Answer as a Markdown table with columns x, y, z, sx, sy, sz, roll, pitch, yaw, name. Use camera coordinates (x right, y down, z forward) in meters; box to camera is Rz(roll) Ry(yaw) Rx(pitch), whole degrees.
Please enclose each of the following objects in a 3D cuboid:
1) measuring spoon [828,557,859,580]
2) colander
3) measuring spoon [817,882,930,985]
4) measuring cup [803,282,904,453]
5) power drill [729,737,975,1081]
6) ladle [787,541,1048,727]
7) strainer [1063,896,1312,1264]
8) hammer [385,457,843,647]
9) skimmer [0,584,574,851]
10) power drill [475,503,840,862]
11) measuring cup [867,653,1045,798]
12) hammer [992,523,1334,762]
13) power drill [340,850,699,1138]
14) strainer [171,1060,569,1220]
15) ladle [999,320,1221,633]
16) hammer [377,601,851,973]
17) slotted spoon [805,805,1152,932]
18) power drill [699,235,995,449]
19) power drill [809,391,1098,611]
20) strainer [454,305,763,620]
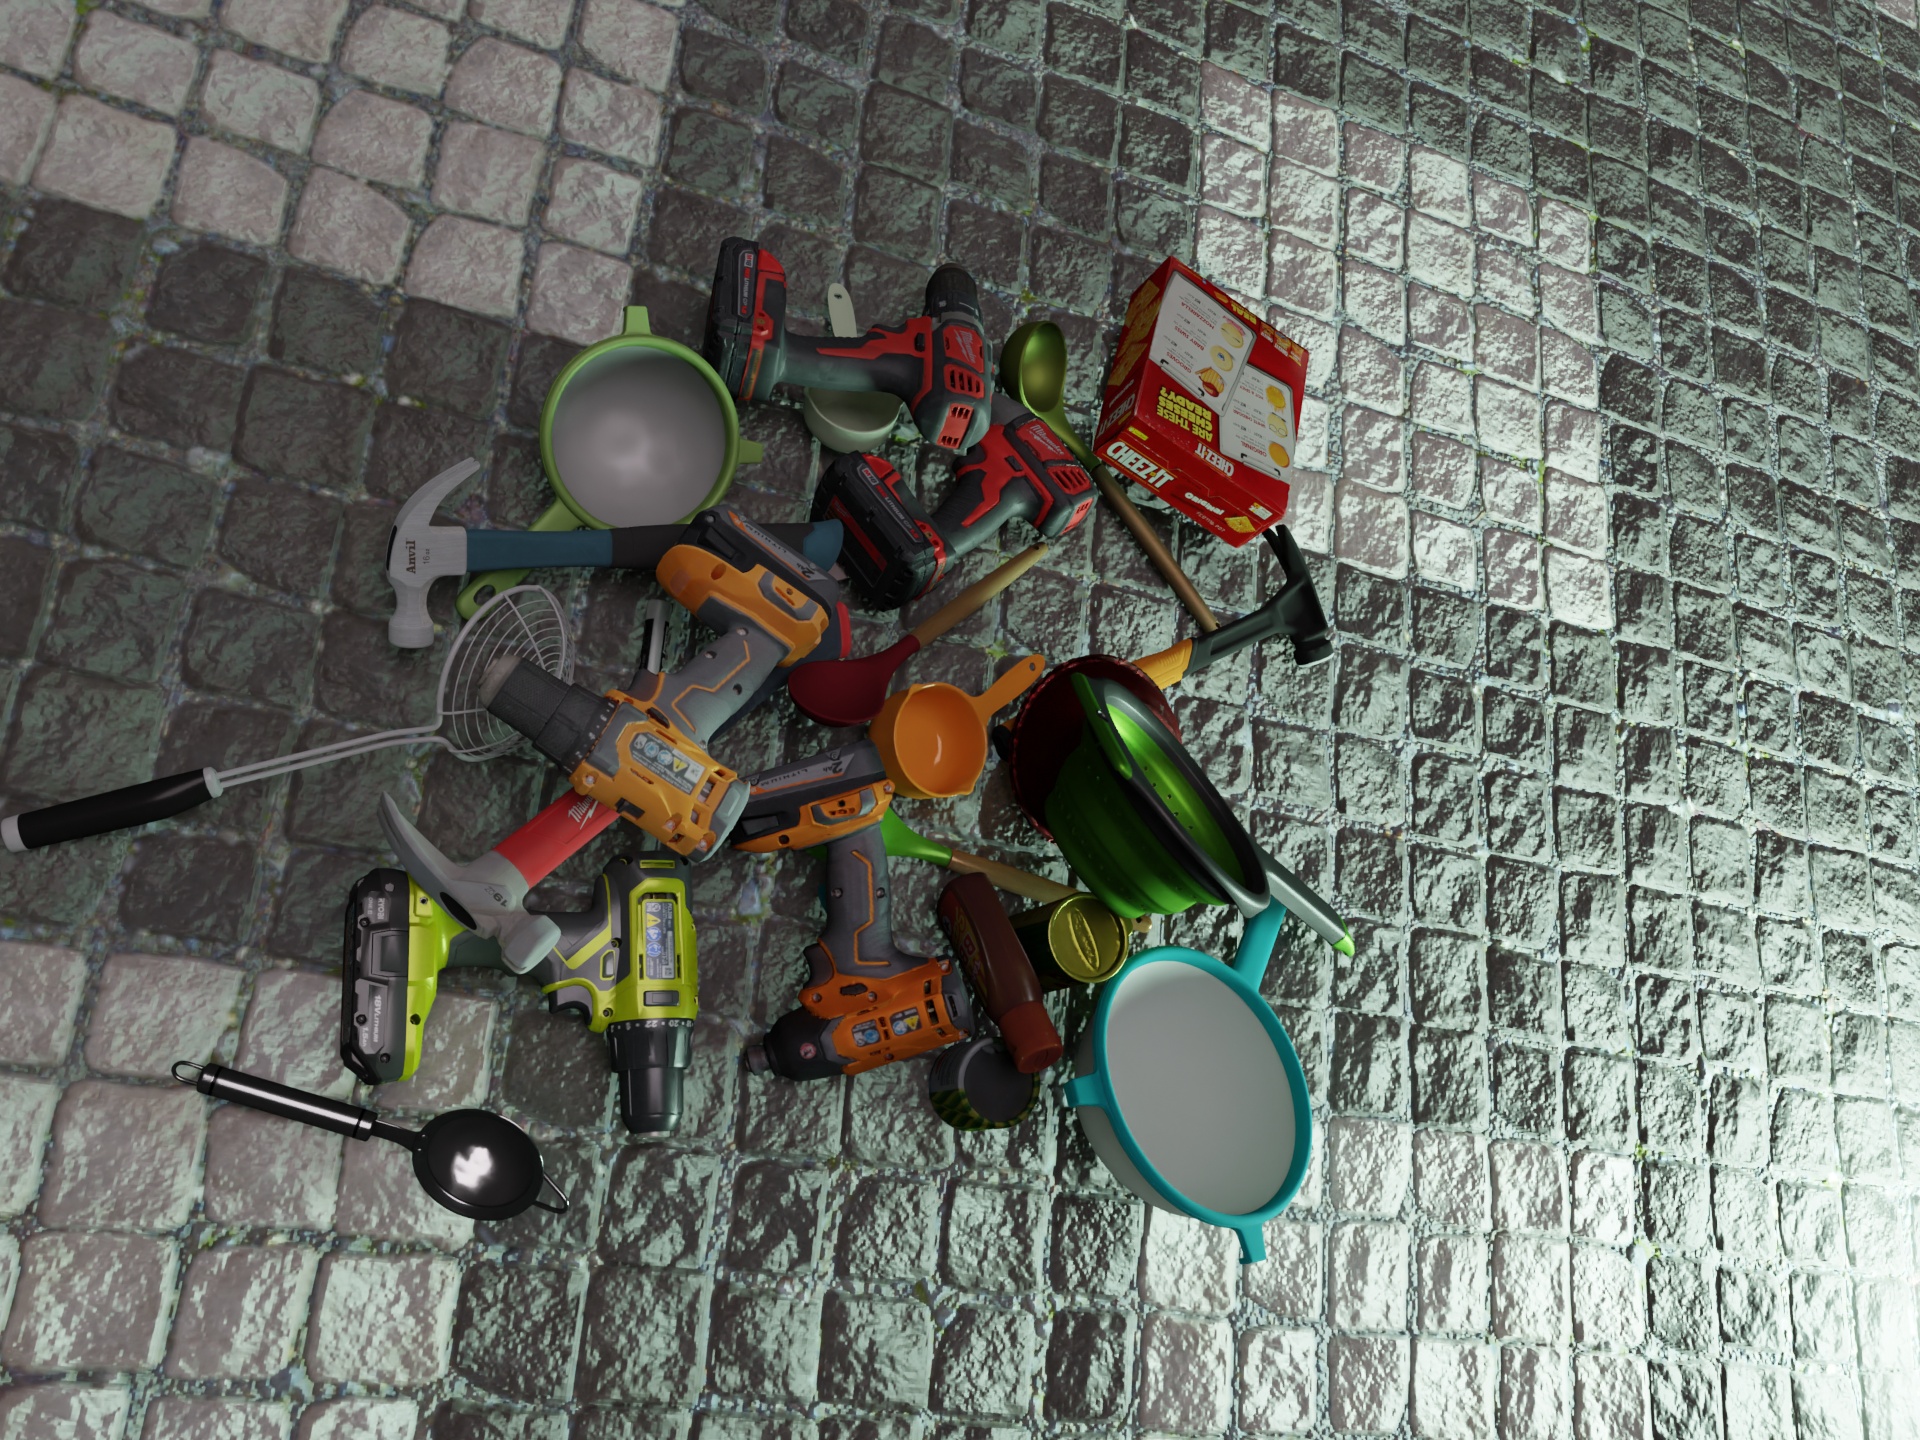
| x | y | z | sx | sy | sz | roll | pitch | yaw | name |
| --- | --- | --- | --- | --- | --- | --- | --- | --- | --- |
| -0.095 | -0.117 | 1.261 | 0.124 | 0.018 | 0.034 | -26 | 74 | -34 | measuring spoon |
| 0.177 | 0.113 | 1.208 | 0.396 | 0.094 | 0.205 | 38 | 21 | -40 | colander |
| -0.066 | 0.174 | 1.187 | 0.042 | 0.021 | 0.129 | -36 | 82 | -16 | measuring spoon |
| -0.096 | -0.288 | 1.302 | 0.083 | 0.038 | 0.168 | 1 | 57 | -18 | measuring cup |
| -0.098 | 0.141 | 1.130 | 0.164 | 0.084 | 0.226 | -17 | 90 | -6 | power drill |
| -0.022 | -0.073 | 1.237 | 0.069 | 0.031 | 0.315 | 37 | 46 | 16 | ladle |
| 0.182 | 0.248 | 1.243 | 0.211 | 0.095 | 0.340 | 43 | 42 | -8 | strainer |
| -0.240 | -0.123 | 1.147 | 0.331 | 0.033 | 0.128 | -4 | 109 | -28 | hammer |
| -0.430 | 0.004 | 1.047 | 0.363 | 0.127 | 0.090 | -16 | 50 | -15 | skimmer |
| -0.198 | -0.040 | 1.067 | 0.185 | 0.084 | 0.226 | 34 | 55 | -13 | power drill |
| -0.002 | -0.004 | 1.244 | 0.173 | 0.052 | 0.095 | -38 | 106 | -36 | measuring cup |
| 0.167 | -0.051 | 1.330 | 0.337 | 0.034 | 0.127 | -25 | 100 | -24 | hammer |
| -0.284 | 0.182 | 1.052 | 0.228 | 0.080 | 0.191 | 4 | 72 | -26 | power drill |
| -0.370 | 0.257 | 1.011 | 0.258 | 0.050 | 0.087 | 21 | 111 | -12 | strainer |
| 0.139 | -0.201 | 1.365 | 0.320 | 0.062 | 0.078 | 53 | 47 | -5 | ladle |
| -0.216 | 0.007 | 1.112 | 0.143 | 0.038 | 0.386 | 43 | 50 | 5 | hammer |
| 0.014 | 0.112 | 1.233 | 0.313 | 0.031 | 0.070 | 21 | 69 | -19 | slotted spoon |
| -0.083 | -0.309 | 1.250 | 0.226 | 0.080 | 0.188 | 9 | 52 | -13 | power drill |
| -0.005 | -0.188 | 1.280 | 0.219 | 0.078 | 0.143 | -29 | 76 | -33 | power drill |
| -0.280 | -0.172 | 1.173 | 0.256 | 0.069 | 0.151 | -47 | 120 | -10 | strainer |
